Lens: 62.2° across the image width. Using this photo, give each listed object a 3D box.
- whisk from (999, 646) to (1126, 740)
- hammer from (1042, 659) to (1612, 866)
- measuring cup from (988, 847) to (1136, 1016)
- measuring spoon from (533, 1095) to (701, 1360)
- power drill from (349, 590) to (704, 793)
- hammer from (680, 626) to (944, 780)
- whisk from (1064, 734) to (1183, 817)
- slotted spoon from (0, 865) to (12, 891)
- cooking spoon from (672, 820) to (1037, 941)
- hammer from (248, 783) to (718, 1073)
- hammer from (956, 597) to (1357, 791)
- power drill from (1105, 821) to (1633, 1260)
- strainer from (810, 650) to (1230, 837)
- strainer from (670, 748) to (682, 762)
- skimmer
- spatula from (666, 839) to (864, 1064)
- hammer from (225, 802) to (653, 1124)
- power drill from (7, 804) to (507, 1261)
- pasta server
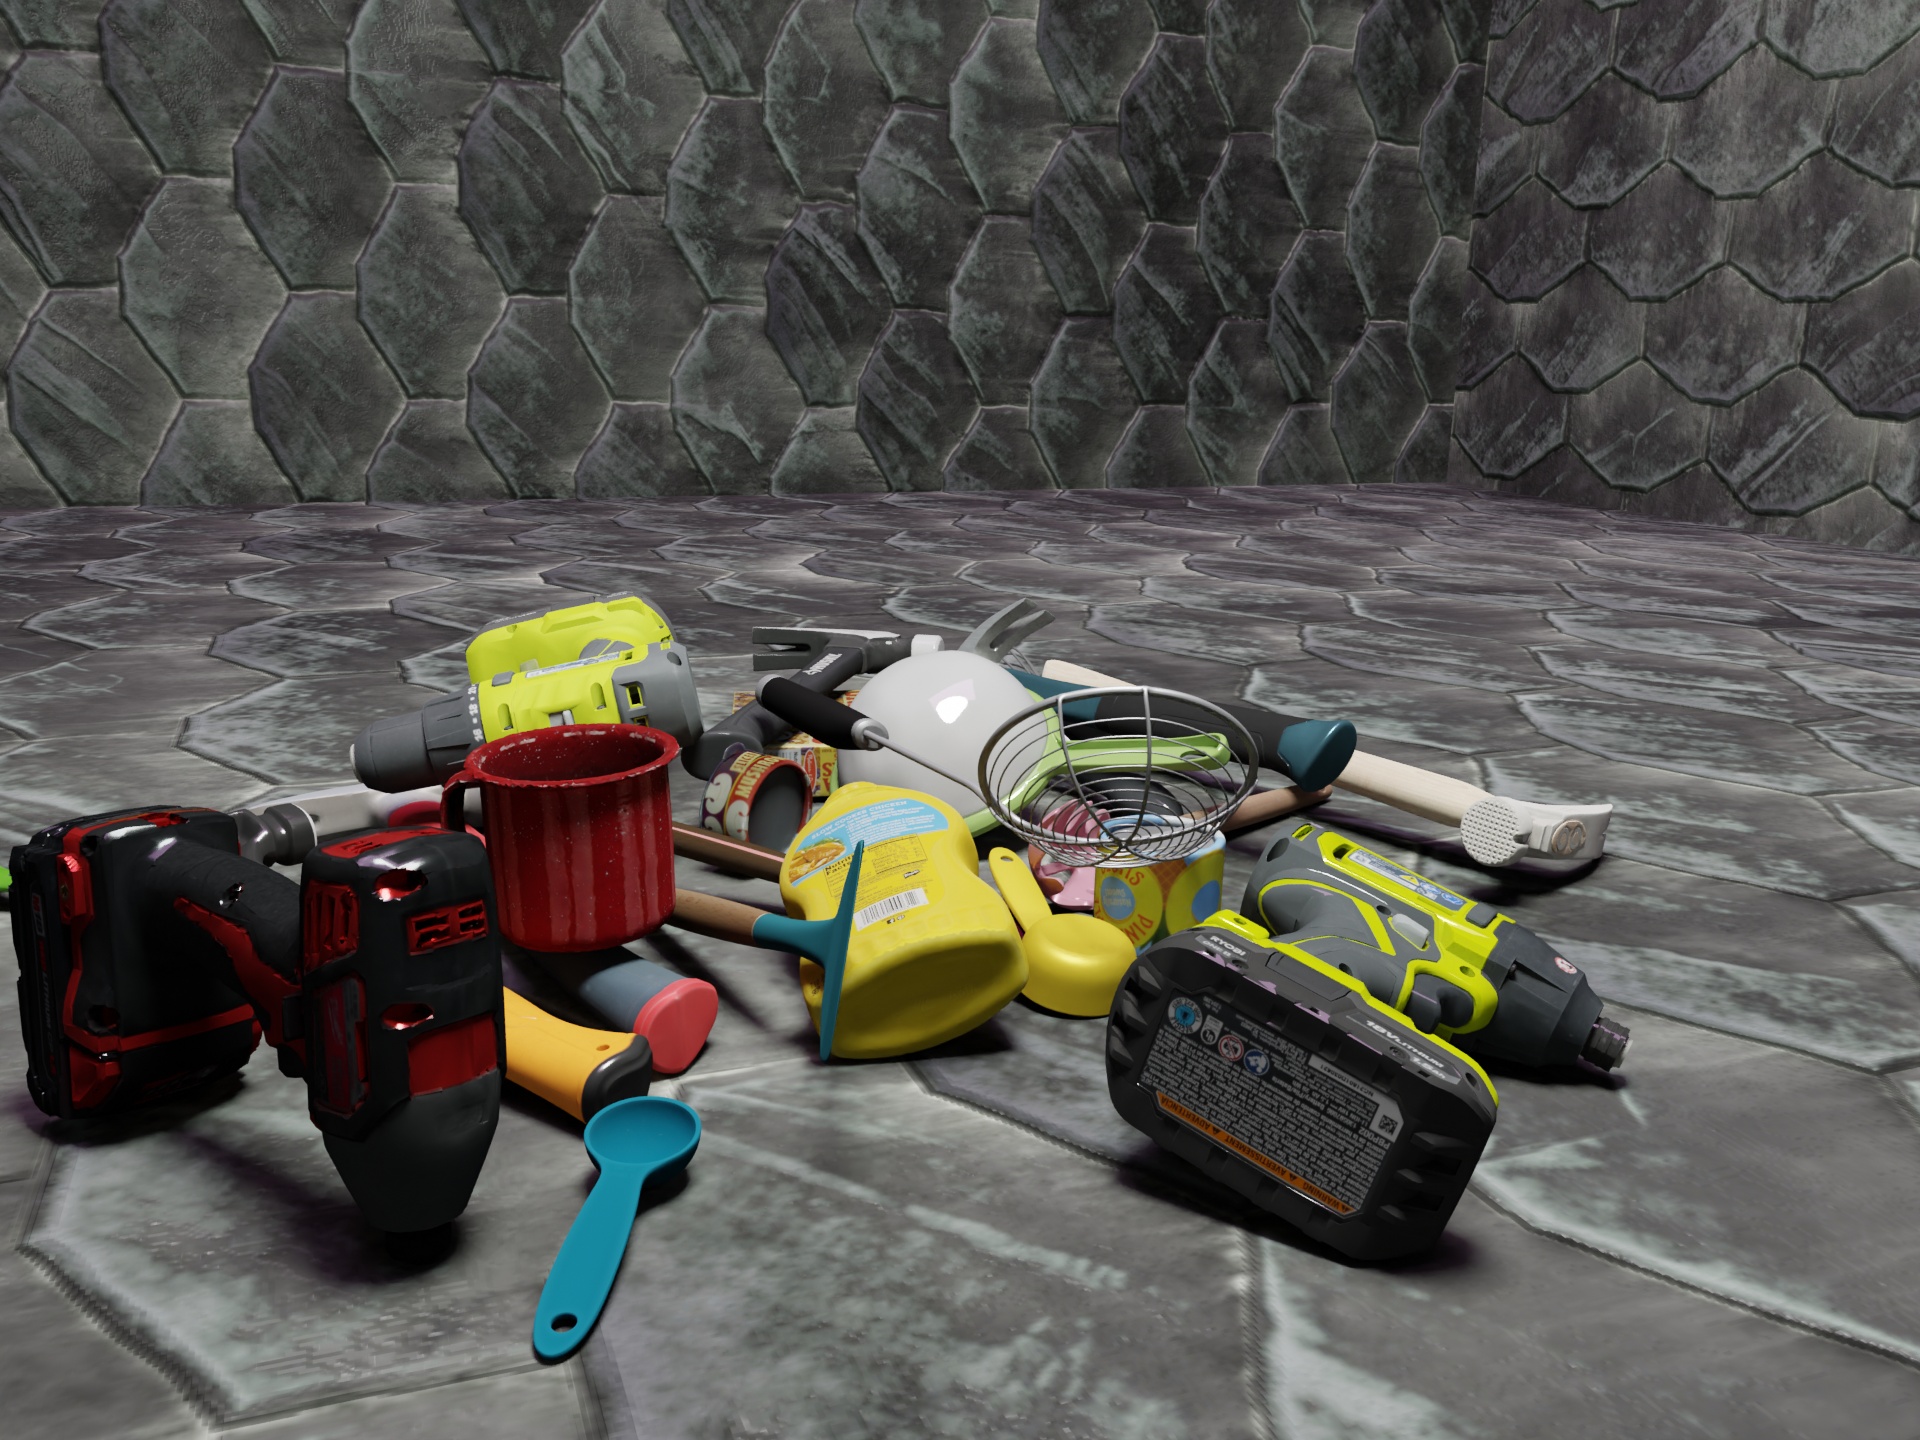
[{"bbox_3d":[0.069,-0.016,1.245,0.055,0.055,0.239,-6,20,-28],"label":"whisk"},{"bbox_3d":[0.215,0.019,1.050,0.146,0.038,0.411,3,12,-44],"label":"hammer"},{"bbox_3d":[0.042,0.092,0.790,0.062,0.029,0.157,2,24,-17],"label":"measuring cup"},{"bbox_3d":[-0.119,0.174,0.541,0.042,0.021,0.129,3,23,4],"label":"measuring spoon"},{"bbox_3d":[-0.256,-0.015,0.969,0.190,0.080,0.229,-13,15,-6],"label":"power drill"},{"bbox_3d":[-0.118,-0.018,1.089,0.146,0.035,0.335,4,15,11],"label":"hammer"},{"bbox_3d":[0.062,0.020,1.092,0.070,0.070,0.285,-7,21,-29],"label":"whisk"},{"bbox_3d":[-0.442,0.091,0.812,0.314,0.031,0.070,7,15,14],"label":"slotted spoon"},{"bbox_3d":[-0.092,0.079,0.839,0.319,0.017,0.069,14,18,15],"label":"cooking spoon"},{"bbox_3d":[-0.242,0.092,0.800,0.143,0.038,0.387,-10,18,-34],"label":"hammer"},{"bbox_3d":[0.102,-0.003,1.002,0.331,0.128,0.033,13,-13,48],"label":"hammer"},{"bbox_3d":[0.169,0.117,0.636,0.171,0.080,0.223,27,22,25],"label":"power drill"},{"bbox_3d":[0.030,0.003,0.945,0.256,0.069,0.152,-2,40,26],"label":"strainer"},{"bbox_3d":[-0.282,0.035,1.020,0.258,0.050,0.086,2,0,28],"label":"strainer"},{"bbox_3d":[-0.001,-0.003,0.836,0.127,0.090,0.364,34,-7,-36],"label":"skimmer"},{"bbox_3d":[-0.107,0.089,0.715,0.044,0.082,0.317,12,-7,-32],"label":"spatula"},{"bbox_3d":[-0.266,0.106,0.704,0.337,0.034,0.127,17,21,35],"label":"hammer"},{"bbox_3d":[-0.248,0.104,0.571,0.220,0.143,0.078,3,9,35],"label":"power drill"},{"bbox_3d":[0.143,0.062,0.954,0.316,0.060,0.040,-10,-12,-46],"label":"pasta server"}]
